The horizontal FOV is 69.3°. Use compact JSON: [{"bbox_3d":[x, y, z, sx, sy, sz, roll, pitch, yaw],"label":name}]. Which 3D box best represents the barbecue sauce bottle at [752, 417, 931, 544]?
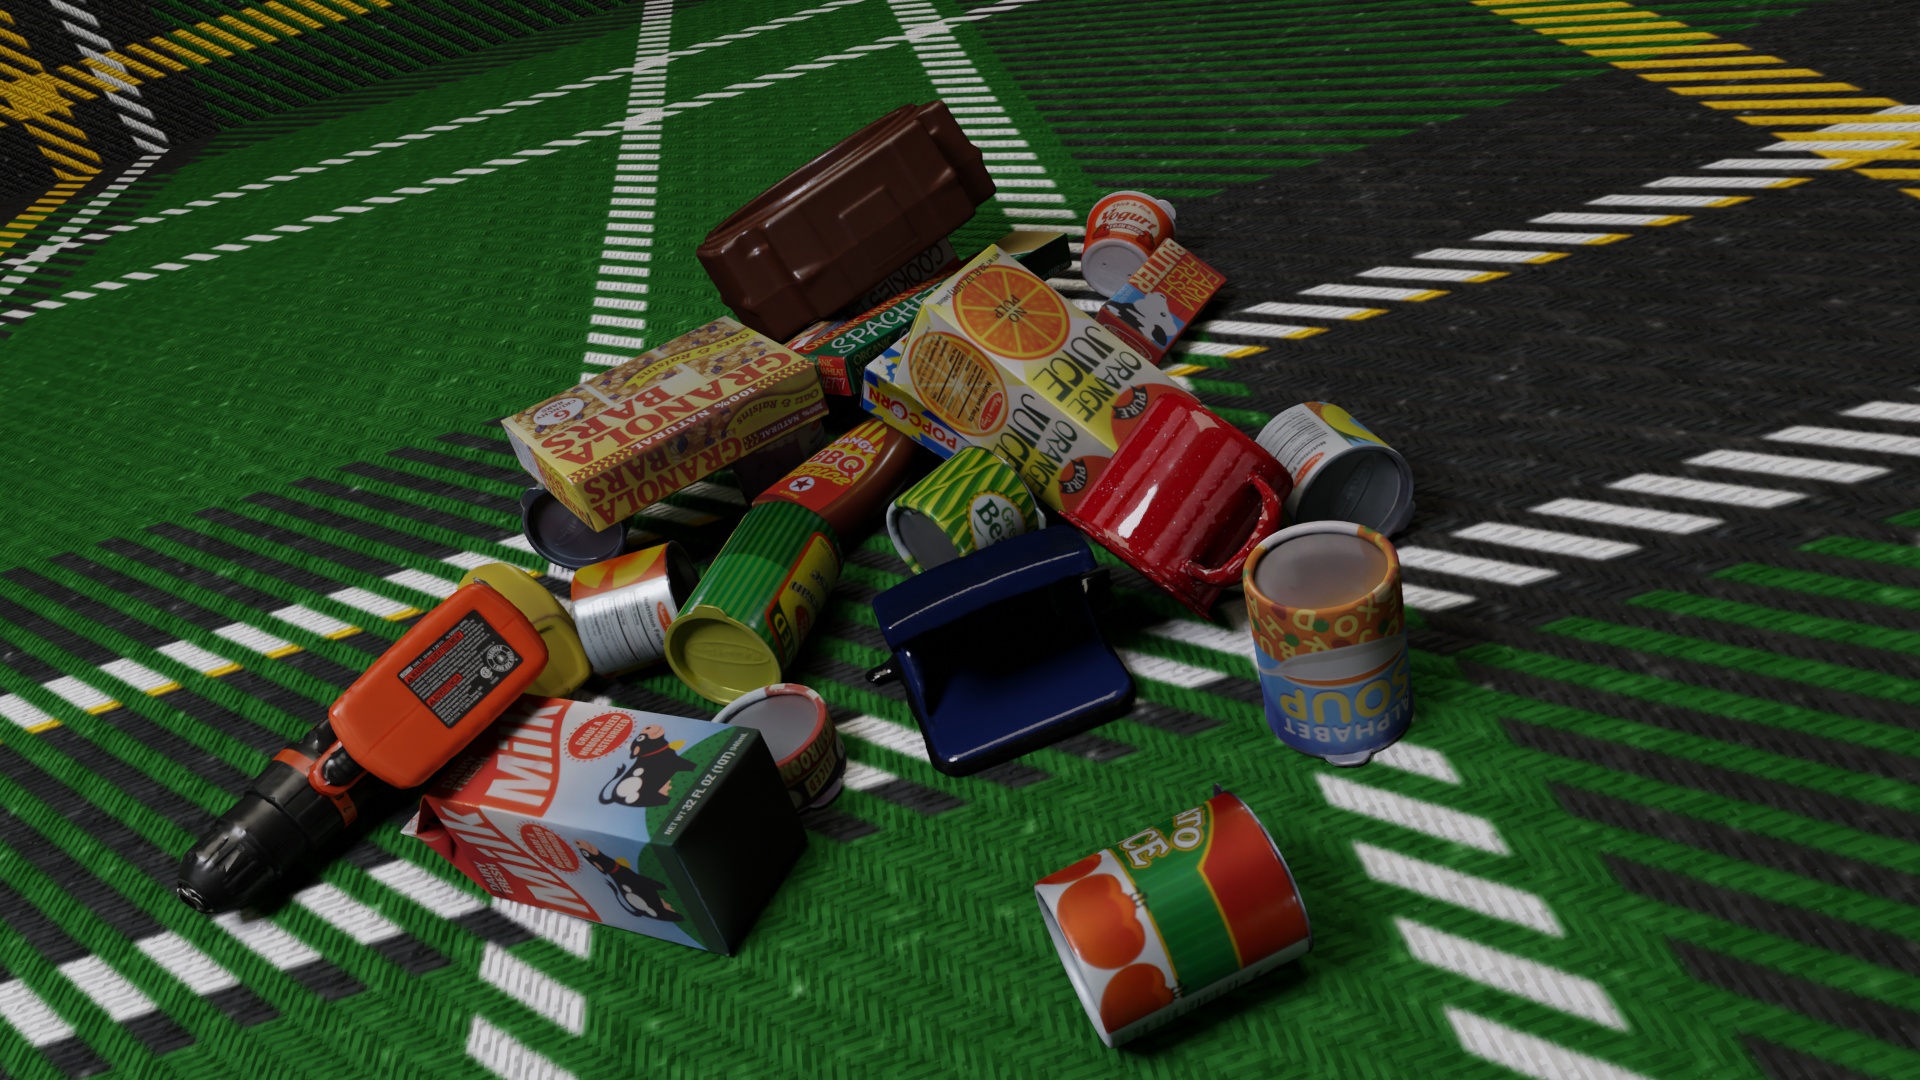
[{"bbox_3d":[-0.059,-0.047,0.877,0.065,0.043,0.149,18,46,38],"label":"barbecue sauce bottle"}]

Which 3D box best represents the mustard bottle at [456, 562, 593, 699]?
[{"bbox_3d":[-0.267,0.045,0.824,0.049,0.065,0.160,-33,32,-21],"label":"mustard bottle"}]

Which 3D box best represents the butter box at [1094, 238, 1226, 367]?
[{"bbox_3d":[0.137,-0.163,0.952,0.053,0.024,0.104,37,52,6],"label":"butter box"}]

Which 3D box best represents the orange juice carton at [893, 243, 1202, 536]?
[{"bbox_3d":[0.063,-0.073,0.788,0.193,0.072,0.072,39,54,8],"label":"orange juice carton"}]

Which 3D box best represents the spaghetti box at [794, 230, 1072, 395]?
[{"bbox_3d":[-0.013,-0.161,0.959,0.050,0.028,0.251,11,35,39],"label":"spaghetti box"}]

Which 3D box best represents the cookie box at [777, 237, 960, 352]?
[{"bbox_3d":[-0.089,-0.159,1.024,0.122,0.040,0.168,-10,29,48],"label":"cookie box"}]

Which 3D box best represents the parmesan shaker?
[{"bbox_3d":[-0.111,0.031,0.763,0.071,0.071,0.103,-2,36,22],"label":"parmesan shaker"}]

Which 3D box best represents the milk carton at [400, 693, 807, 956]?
[{"bbox_3d":[-0.176,0.126,0.652,0.190,0.073,0.073,4,38,30],"label":"milk carton"}]

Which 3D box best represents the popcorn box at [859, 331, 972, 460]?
[{"bbox_3d":[0.013,-0.087,0.865,0.127,0.038,0.085,33,54,19],"label":"popcorn box"}]

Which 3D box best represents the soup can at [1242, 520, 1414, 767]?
[{"bbox_3d":[0.162,0.045,0.607,0.071,0.083,0.072,-12,34,8],"label":"soup can"}]

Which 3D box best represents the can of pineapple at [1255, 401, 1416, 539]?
[{"bbox_3d":[0.192,-0.031,0.722,0.071,0.070,0.058,-21,33,-6],"label":"can of pineapple"}]

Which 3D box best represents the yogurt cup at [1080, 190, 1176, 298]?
[{"bbox_3d":[0.121,-0.214,1.023,0.072,0.072,0.054,0,45,24],"label":"yogurt cup"}]

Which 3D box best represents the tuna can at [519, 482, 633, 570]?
[{"bbox_3d":[-0.248,-0.018,0.898,0.071,0.070,0.033,-13,32,8],"label":"tuna can"}]

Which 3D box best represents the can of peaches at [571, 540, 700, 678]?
[{"bbox_3d":[-0.181,0.039,0.790,0.058,0.071,0.071,-17,33,3],"label":"can of peaches"}]

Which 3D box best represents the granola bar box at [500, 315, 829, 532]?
[{"bbox_3d":[-0.184,-0.077,0.868,0.166,0.039,0.124,-31,37,-24],"label":"granola bar box"}]

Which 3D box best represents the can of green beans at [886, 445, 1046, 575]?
[{"bbox_3d":[0.001,-0.010,0.777,0.071,0.071,0.058,20,49,43],"label":"can of green beans"}]

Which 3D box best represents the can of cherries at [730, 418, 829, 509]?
[{"bbox_3d":[-0.121,-0.058,0.909,0.071,0.058,0.072,-12,35,8],"label":"can of cherries"}]

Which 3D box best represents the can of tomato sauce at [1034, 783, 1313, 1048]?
[{"bbox_3d":[0.078,0.140,0.521,0.083,0.071,0.071,-23,34,-8],"label":"can of tomato sauce"}]

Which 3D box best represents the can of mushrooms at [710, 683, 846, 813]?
[{"bbox_3d":[-0.090,0.104,0.682,0.071,0.033,0.071,-12,33,8],"label":"can of mushrooms"}]
